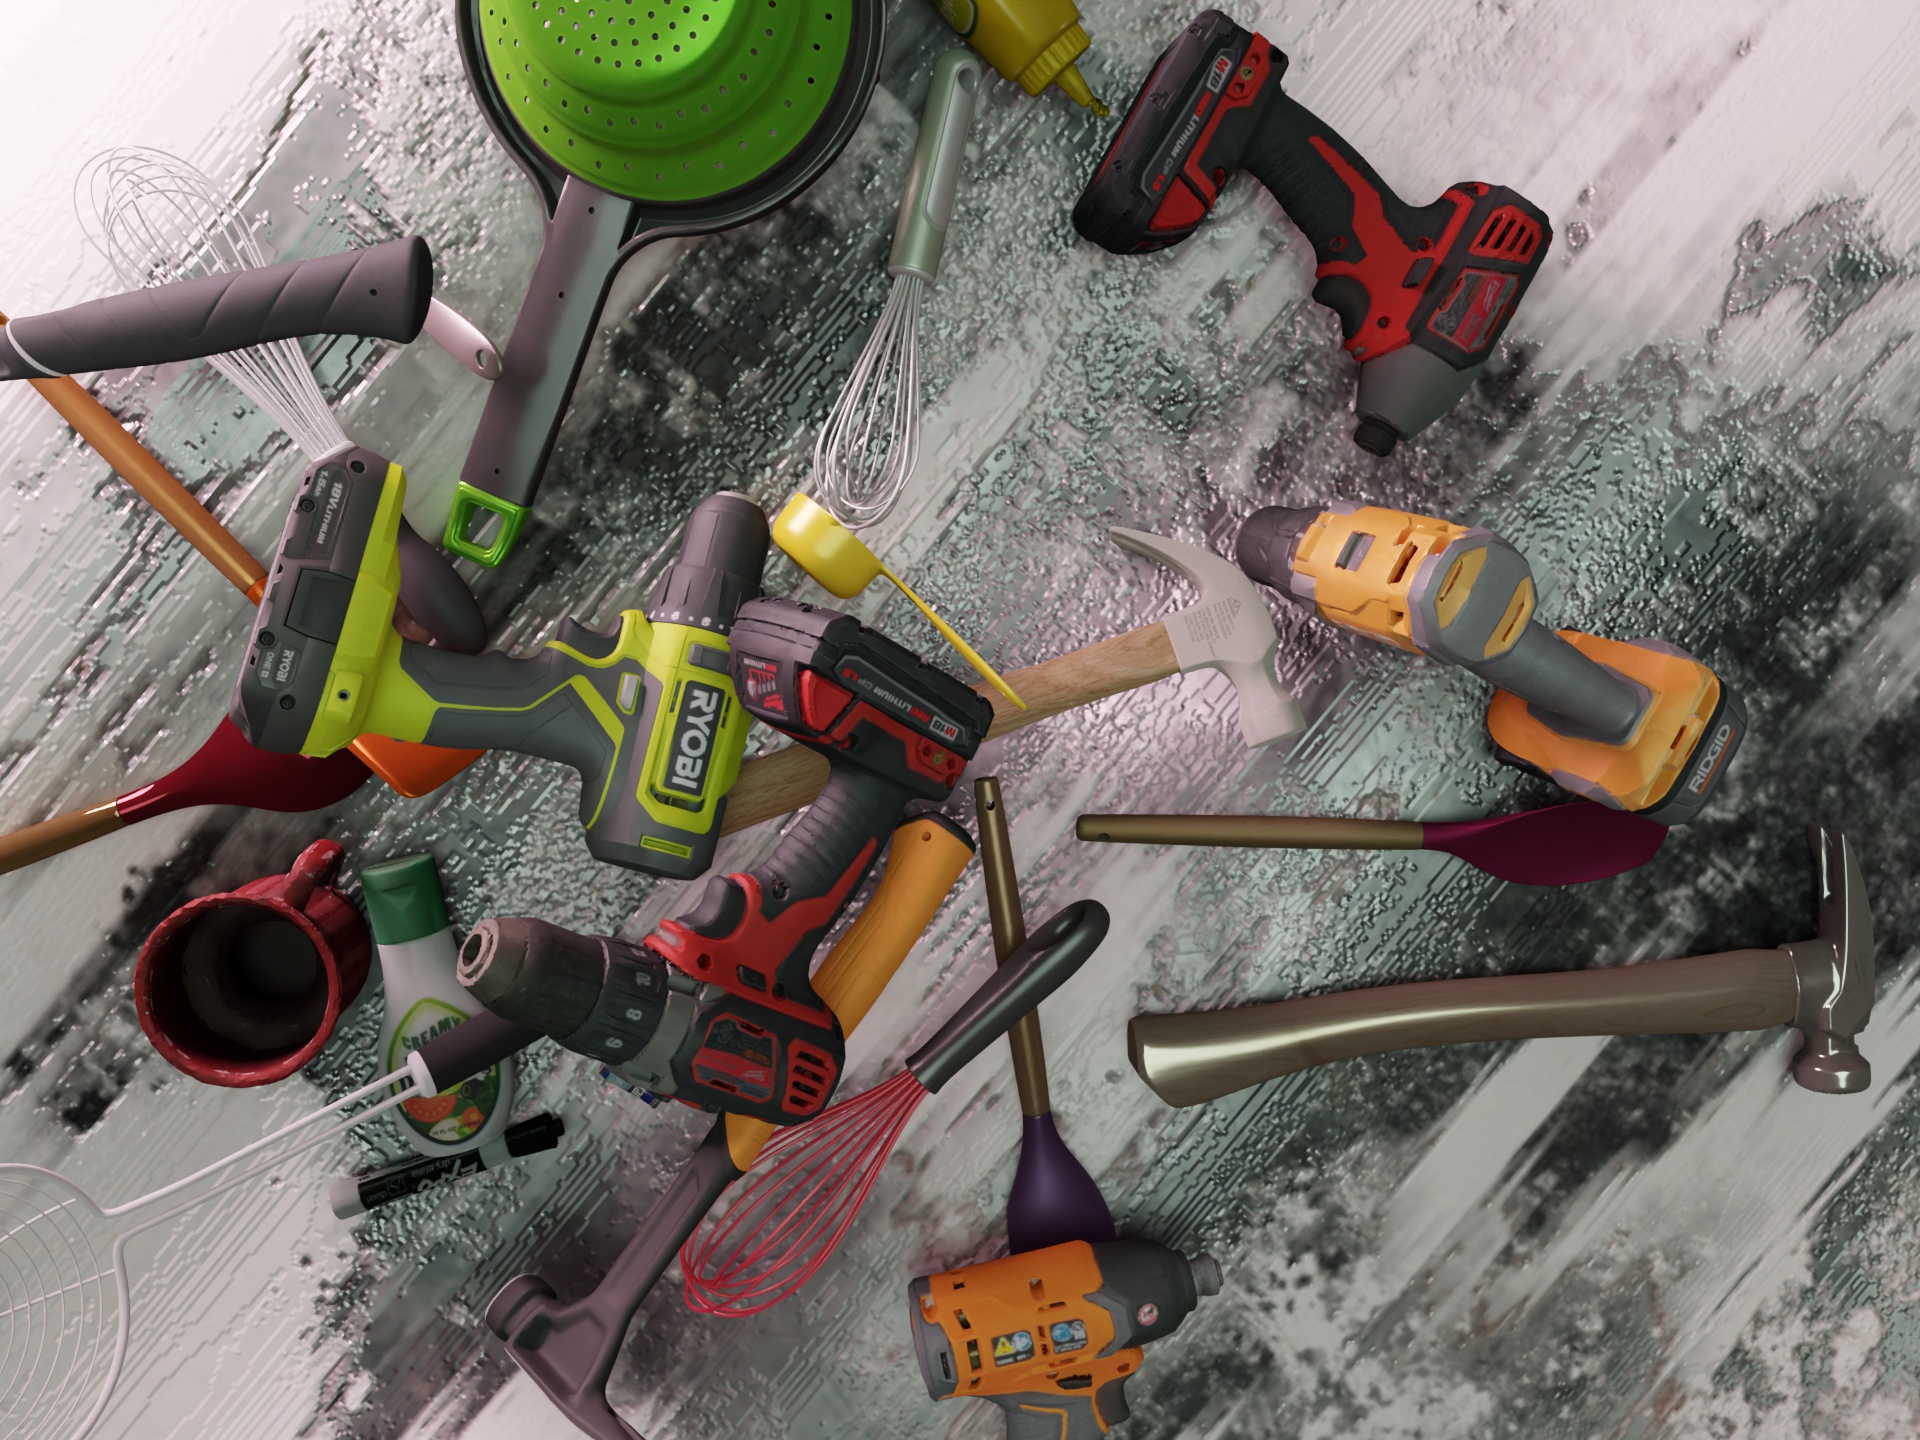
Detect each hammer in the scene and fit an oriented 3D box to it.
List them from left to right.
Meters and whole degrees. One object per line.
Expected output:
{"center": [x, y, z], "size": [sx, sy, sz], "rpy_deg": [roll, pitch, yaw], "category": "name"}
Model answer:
{"center": [-0.435, -0.170, 0.716], "size": [0.409, 0.036, 0.149], "rpy_deg": [-8, 109, 4], "category": "hammer"}
{"center": [-0.093, 0.191, 0.786], "size": [0.127, 0.034, 0.337], "rpy_deg": [27, 76, 36], "category": "hammer"}
{"center": [-0.001, -0.003, 0.812], "size": [0.331, 0.031, 0.130], "rpy_deg": [-19, 82, 0], "category": "hammer"}
{"center": [0.294, 0.147, 0.864], "size": [0.410, 0.038, 0.146], "rpy_deg": [-5, 94, -5], "category": "hammer"}

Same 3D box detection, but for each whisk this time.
{"center": [-0.317, -0.150, 0.765], "size": [0.070, 0.070, 0.284], "rpy_deg": [-35, 101, -2], "category": "whisk"}
{"center": [-0.035, 0.195, 0.815], "size": [0.296, 0.073, 0.073], "rpy_deg": [-43, 98, 1], "category": "whisk"}
{"center": [-0.026, -0.214, 0.793], "size": [0.057, 0.059, 0.246], "rpy_deg": [13, 90, -45], "category": "whisk"}

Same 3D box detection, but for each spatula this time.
{"center": [-0.356, -0.088, 0.772], "size": [0.322, 0.041, 0.081], "rpy_deg": [46, 46, -5], "category": "spatula"}
{"center": [0.039, 0.184, 0.850], "size": [0.060, 0.018, 0.316], "rpy_deg": [-10, 97, -5], "category": "spatula"}

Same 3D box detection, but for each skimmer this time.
{"center": [-0.287, 0.194, 0.705], "size": [0.363, 0.090, 0.127], "rpy_deg": [-26, 106, -32], "category": "skimmer"}

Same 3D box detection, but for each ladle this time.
{"center": [-0.439, 0.052, 0.788], "size": [0.315, 0.031, 0.069], "rpy_deg": [-21, 97, -2], "category": "ladle"}

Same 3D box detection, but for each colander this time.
{"center": [-0.170, -0.254, 0.727], "size": [0.204, 0.094, 0.397], "rpy_deg": [23, 100, 0], "category": "colander"}

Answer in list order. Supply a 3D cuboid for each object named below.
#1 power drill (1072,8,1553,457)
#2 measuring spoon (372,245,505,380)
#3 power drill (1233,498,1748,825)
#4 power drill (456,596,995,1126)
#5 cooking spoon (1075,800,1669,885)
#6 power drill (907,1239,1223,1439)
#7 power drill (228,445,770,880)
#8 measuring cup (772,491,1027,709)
{"center": [0.175, -0.238, 0.797], "size": [0.219, 0.078, 0.143], "rpy_deg": [29, 93, -10], "category": "power drill"}
{"center": [-0.253, -0.190, 0.748], "size": [0.124, 0.018, 0.034], "rpy_deg": [37, 123, 31], "category": "measuring spoon"}
{"center": [0.253, -0.040, 0.793], "size": [0.226, 0.185, 0.084], "rpy_deg": [27, 93, -27], "category": "power drill"}
{"center": [-0.101, 0.059, 0.712], "size": [0.187, 0.080, 0.227], "rpy_deg": [30, 81, -37], "category": "power drill"}
{"center": [0.220, 0.060, 0.851], "size": [0.319, 0.017, 0.068], "rpy_deg": [1, 134, -4], "category": "cooking spoon"}
{"center": [0.072, 0.384, 0.837], "size": [0.164, 0.084, 0.226], "rpy_deg": [-12, 98, -4], "category": "power drill"}
{"center": [-0.201, -0.041, 0.744], "size": [0.228, 0.080, 0.191], "rpy_deg": [17, 77, -25], "category": "power drill"}
{"center": [-0.032, -0.051, 0.785], "size": [0.156, 0.062, 0.029], "rpy_deg": [43, 88, 6], "category": "measuring cup"}
